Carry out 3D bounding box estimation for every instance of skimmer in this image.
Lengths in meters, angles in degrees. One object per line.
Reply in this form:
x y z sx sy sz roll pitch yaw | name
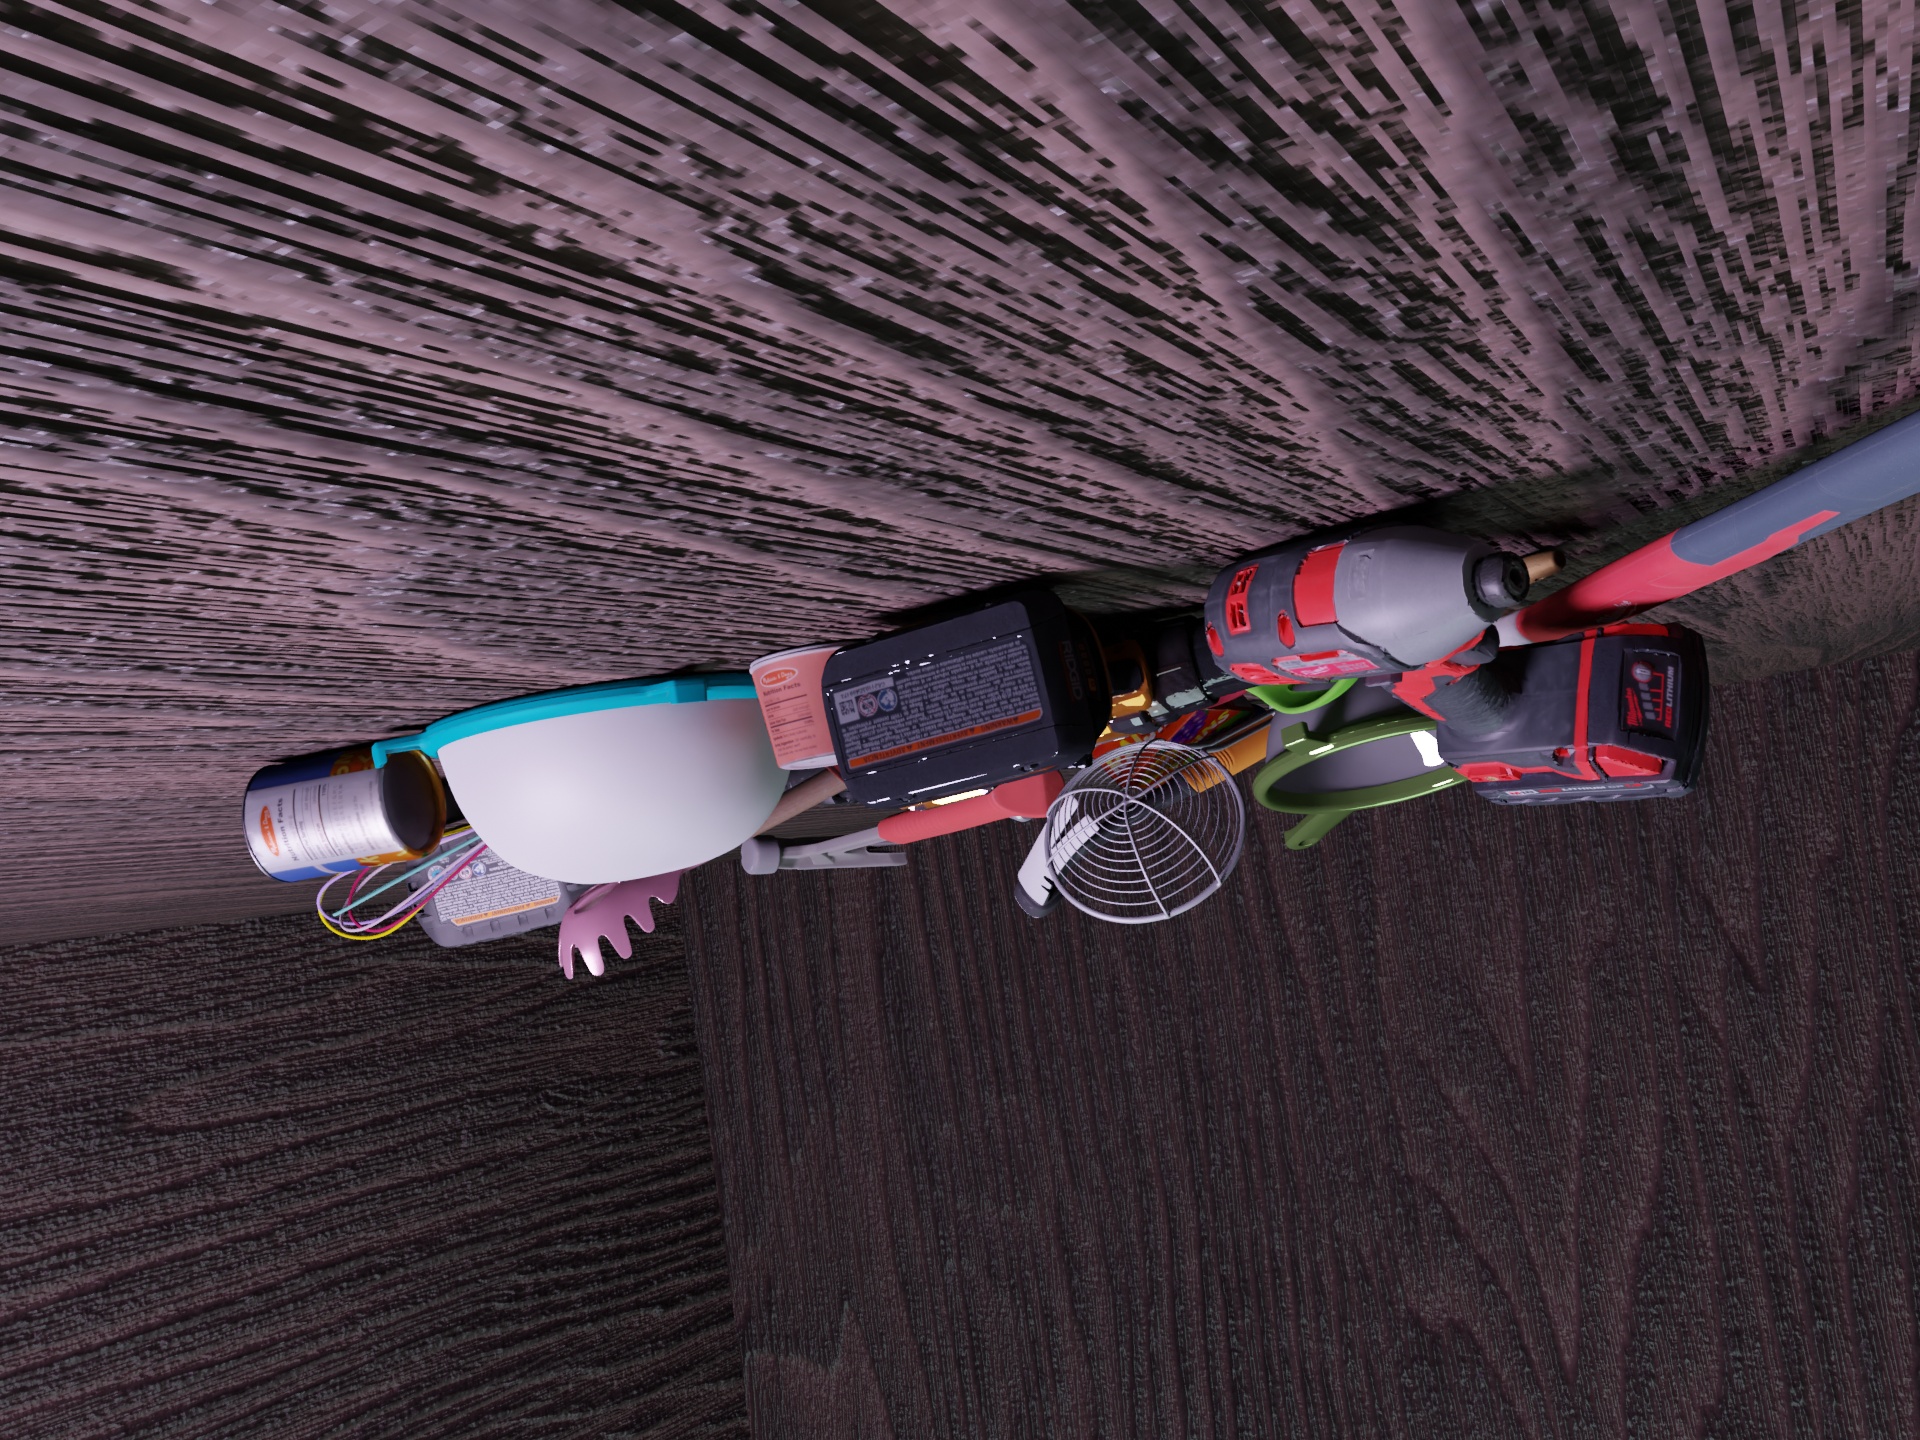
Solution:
0.189 0.033 1.081 0.127 0.090 0.363 19 -155 32 | skimmer

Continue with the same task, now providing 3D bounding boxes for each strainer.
0.231 0.016 0.950 0.151 0.069 0.256 -7 162 -7 | strainer
-0.160 0.043 0.929 0.211 0.095 0.340 -11 173 18 | strainer

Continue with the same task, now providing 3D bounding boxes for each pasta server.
-0.118 0.066 1.019 0.316 0.040 0.060 -29 -157 -18 | pasta server

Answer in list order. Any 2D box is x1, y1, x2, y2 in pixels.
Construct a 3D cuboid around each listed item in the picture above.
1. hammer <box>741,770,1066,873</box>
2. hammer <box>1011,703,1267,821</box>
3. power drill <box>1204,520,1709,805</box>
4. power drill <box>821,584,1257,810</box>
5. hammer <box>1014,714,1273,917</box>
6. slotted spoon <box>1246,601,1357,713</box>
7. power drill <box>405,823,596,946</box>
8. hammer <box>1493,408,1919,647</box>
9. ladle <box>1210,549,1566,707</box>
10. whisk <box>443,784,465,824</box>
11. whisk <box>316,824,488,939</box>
-0.026 0.077 1.175 0.149 0.037 0.359 -1 170 -31 | hammer
0.130 0.023 1.351 0.144 0.035 0.405 17 -162 42 | hammer
0.230 -0.027 0.703 0.219 0.079 0.143 19 163 -35 | power drill
0.057 -0.017 0.771 0.185 0.084 0.226 -15 176 23 | power drill
0.184 0.031 1.161 0.337 0.034 0.127 -28 157 -30 | hammer
0.110 -0.026 0.920 0.031 0.070 0.314 29 157 -36 | slotted spoon
-0.289 0.090 1.177 0.190 0.080 0.228 -13 -174 6 | power drill
0.311 -0.078 0.676 0.143 0.038 0.386 8 168 -7 | hammer
0.233 -0.052 0.947 0.069 0.031 0.315 -11 174 -29 | ladle
-0.372 0.058 1.031 0.055 0.055 0.239 -10 179 9 | whisk
-0.311 0.078 1.035 0.245 0.047 0.051 -28 173 8 | whisk
